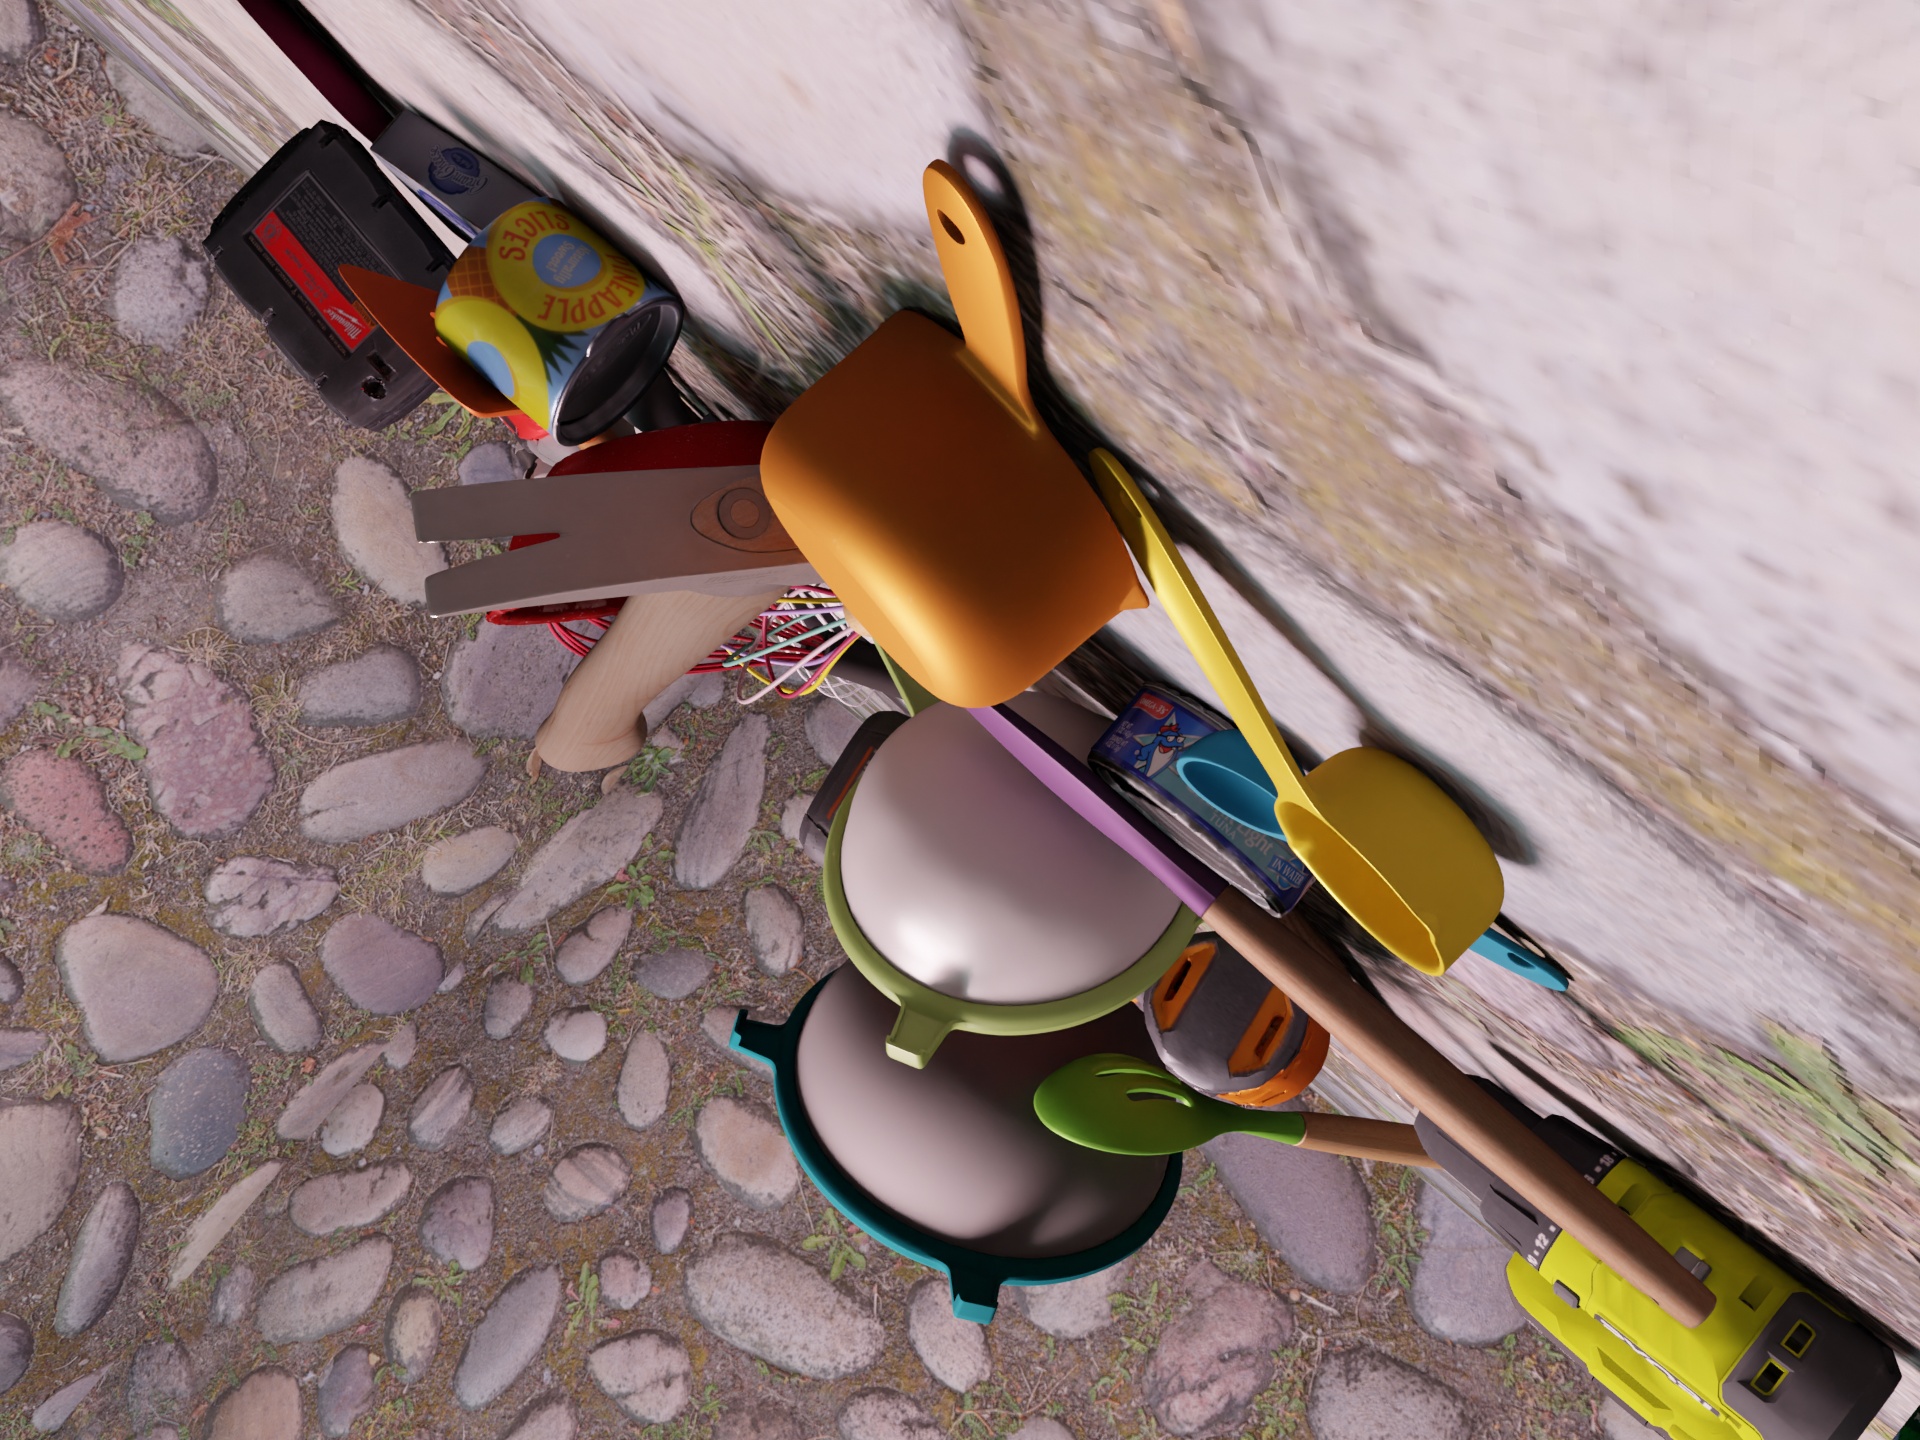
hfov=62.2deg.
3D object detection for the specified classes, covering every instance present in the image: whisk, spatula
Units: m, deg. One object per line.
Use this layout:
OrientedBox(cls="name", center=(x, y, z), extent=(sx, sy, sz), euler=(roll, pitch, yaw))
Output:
OrientedBox(cls="whisk", center=(-0.040, -0.037, 0.598), extent=(0.245, 0.051, 0.047), euler=(-9, 100, 62))
OrientedBox(cls="whisk", center=(-0.104, -0.099, 0.810), extent=(0.070, 0.070, 0.284), euler=(37, 170, 41))
OrientedBox(cls="spatula", center=(-0.166, -0.116, 0.709), extent=(0.081, 0.041, 0.322), euler=(46, 176, 12))
OrientedBox(cls="whisk", center=(-0.087, -0.040, 0.788), extent=(0.295, 0.073, 0.073), euler=(15, -165, -44))
OrientedBox(cls="spatula", center=(0.101, 0.074, 0.506), extent=(0.316, 0.018, 0.059), euler=(40, 178, 15))

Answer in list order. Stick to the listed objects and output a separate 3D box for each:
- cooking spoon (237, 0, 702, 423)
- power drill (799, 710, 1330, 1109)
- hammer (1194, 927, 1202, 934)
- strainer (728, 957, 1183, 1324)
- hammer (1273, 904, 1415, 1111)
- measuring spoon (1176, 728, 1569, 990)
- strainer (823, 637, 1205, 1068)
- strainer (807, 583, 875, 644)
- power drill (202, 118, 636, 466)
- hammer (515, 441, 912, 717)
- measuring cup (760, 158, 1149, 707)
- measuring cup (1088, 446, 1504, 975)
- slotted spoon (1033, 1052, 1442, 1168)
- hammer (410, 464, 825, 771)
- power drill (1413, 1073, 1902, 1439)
OrientedBox(cls="cooking spoon", center=(-0.211, -0.218, 0.705), extent=(0.318, 0.017, 0.069), euler=(44, -177, -41))
OrientedBox(cls="power drill", center=(0.056, 0.091, 0.693), extent=(0.227, 0.084, 0.164), euler=(30, 175, 24))
OrientedBox(cls="hammer", center=(0.086, 0.058, 0.859), extent=(0.149, 0.037, 0.359), euler=(40, 176, 10))
OrientedBox(cls="strainer", center=(0.068, 0.143, 0.814), extent=(0.340, 0.095, 0.211), euler=(-17, -133, -40))
OrientedBox(cls="hammer", center=(0.183, 0.131, 0.790), extent=(0.130, 0.031, 0.331), euler=(38, 175, 38))
OrientedBox(cls="measuring spoon", center=(0.123, 0.037, 0.463), extent=(0.128, 0.021, 0.042), euler=(31, 166, 4))
OrientedBox(cls="strainer", center=(-0.001, -0.002, 0.625), extent=(0.069, 0.151, 0.257), euler=(82, 164, -53))
OrientedBox(cls="strainer", center=(-0.094, -0.087, 0.924), extent=(0.258, 0.050, 0.087), euler=(39, -167, -23))
OrientedBox(cls="power drill", center=(-0.229, -0.175, 0.743), extent=(0.143, 0.078, 0.219), euler=(49, -173, 9))
OrientedBox(cls="hammer", center=(-0.129, -0.093, 0.989), extent=(0.334, 0.035, 0.146), euler=(35, -155, -34))
OrientedBox(cls="measuring cup", center=(-0.010, -0.053, 0.331), extent=(0.095, 0.052, 0.173), euler=(48, 176, 12))
OrientedBox(cls="measuring cup", center=(0.079, -0.005, 0.368), extent=(0.156, 0.029, 0.062), euler=(55, 173, -22))
OrientedBox(cls="slotted spoon", center=(0.174, 0.191, 0.739), extent=(0.313, 0.031, 0.070), euler=(15, -167, -27))
OrientedBox(cls="hammer", center=(-0.131, -0.020, 0.590), extent=(0.410, 0.146, 0.038), euler=(155, 106, -68))
OrientedBox(cls="power drill", center=(0.292, 0.243, 0.697), extent=(0.191, 0.080, 0.228), euler=(37, 172, 33))
